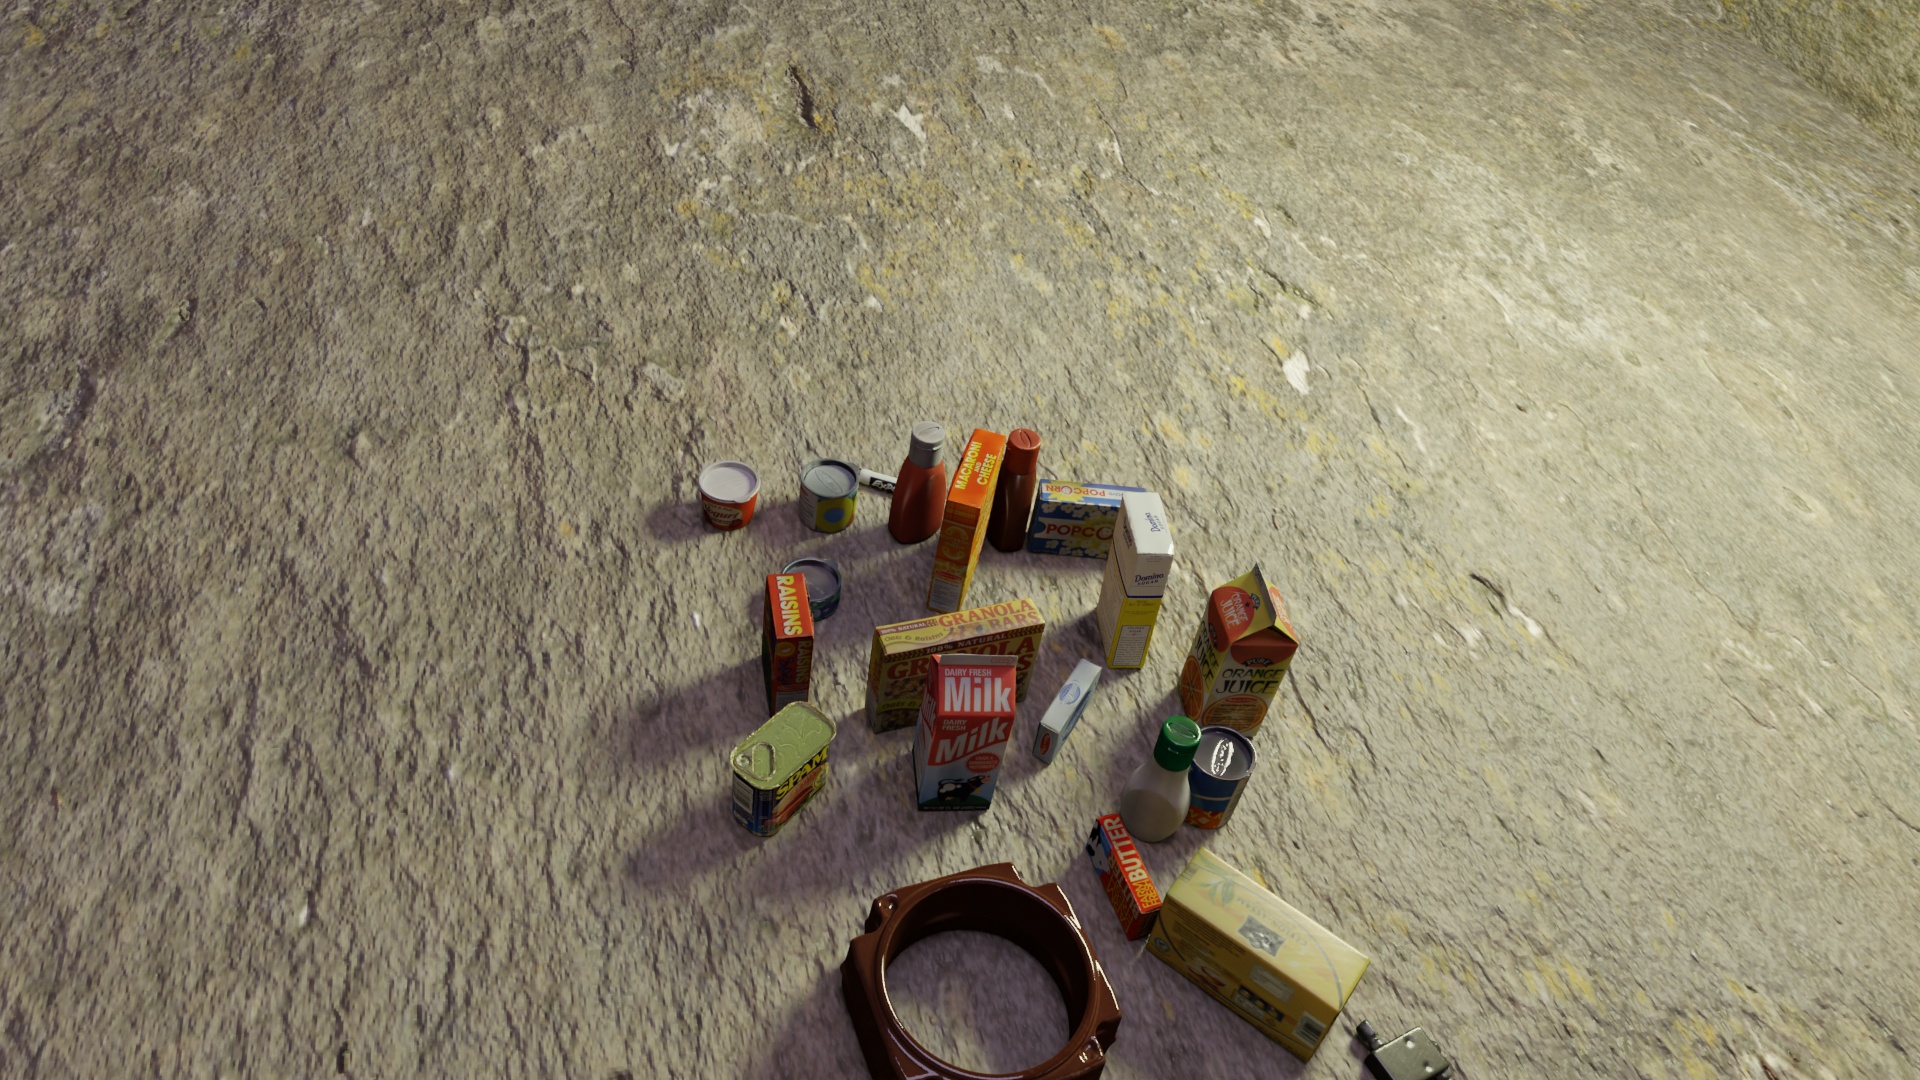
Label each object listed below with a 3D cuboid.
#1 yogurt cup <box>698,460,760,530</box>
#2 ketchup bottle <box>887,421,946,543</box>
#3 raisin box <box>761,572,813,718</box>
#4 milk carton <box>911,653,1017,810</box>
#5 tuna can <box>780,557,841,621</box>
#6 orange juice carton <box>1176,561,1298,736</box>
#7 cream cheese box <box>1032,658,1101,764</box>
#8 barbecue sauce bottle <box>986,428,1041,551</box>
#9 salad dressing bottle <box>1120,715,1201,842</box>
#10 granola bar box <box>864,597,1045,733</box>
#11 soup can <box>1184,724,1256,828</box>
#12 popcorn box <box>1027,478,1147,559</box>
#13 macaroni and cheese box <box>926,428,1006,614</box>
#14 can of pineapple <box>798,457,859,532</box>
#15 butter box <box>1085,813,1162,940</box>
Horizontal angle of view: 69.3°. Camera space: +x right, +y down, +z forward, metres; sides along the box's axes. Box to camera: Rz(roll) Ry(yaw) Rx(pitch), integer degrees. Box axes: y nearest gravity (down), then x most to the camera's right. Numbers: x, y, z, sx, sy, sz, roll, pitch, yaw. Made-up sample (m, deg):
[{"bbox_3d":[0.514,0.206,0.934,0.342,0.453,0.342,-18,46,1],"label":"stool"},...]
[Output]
[{"bbox_3d":[-0.259,-0.049,1.552,0.072,0.053,0.073,6,44,-5],"label":"yogurt cup"},{"bbox_3d":[-0.043,-0.065,1.541,0.065,0.148,0.043,-23,53,-30],"label":"ketchup bottle"},{"bbox_3d":[-0.170,0.103,1.364,0.040,0.122,0.086,-3,46,-13],"label":"raisin box"},{"bbox_3d":[0.003,0.167,1.285,0.072,0.189,0.074,1,45,-10],"label":"milk carton"},{"bbox_3d":[-0.159,0.051,1.484,0.071,0.032,0.071,6,44,-5],"label":"tuna can"},{"bbox_3d":[0.280,0.112,1.392,0.073,0.191,0.072,1,45,-10],"label":"orange juice carton"},{"bbox_3d":[0.107,0.171,1.398,0.024,0.053,0.104,26,46,15],"label":"cream cheese box"},{"bbox_3d":[0.060,-0.059,1.555,0.044,0.147,0.065,-5,46,-16],"label":"barbecue sauce bottle"},{"bbox_3d":[0.190,0.222,1.295,0.064,0.146,0.044,24,46,14],"label":"salad dressing bottle"},{"bbox_3d":[-0.008,0.123,1.374,0.166,0.123,0.039,-10,48,-20],"label":"granola bar box"},{"bbox_3d":[0.241,0.228,1.344,0.071,0.083,0.072,6,44,-5],"label":"soup can"},{"bbox_3d":[0.145,-0.023,1.580,0.127,0.084,0.038,5,44,-6],"label":"popcorn box"},{"bbox_3d":[0.005,-0.019,1.491,0.040,0.165,0.124,15,44,5],"label":"macaroni and cheese box"},{"bbox_3d":[-0.148,-0.051,1.572,0.071,0.057,0.071,6,44,-5],"label":"can of pineapple"},{"bbox_3d":[0.149,0.307,1.269,0.024,0.052,0.104,-9,47,-19],"label":"butter box"}]
